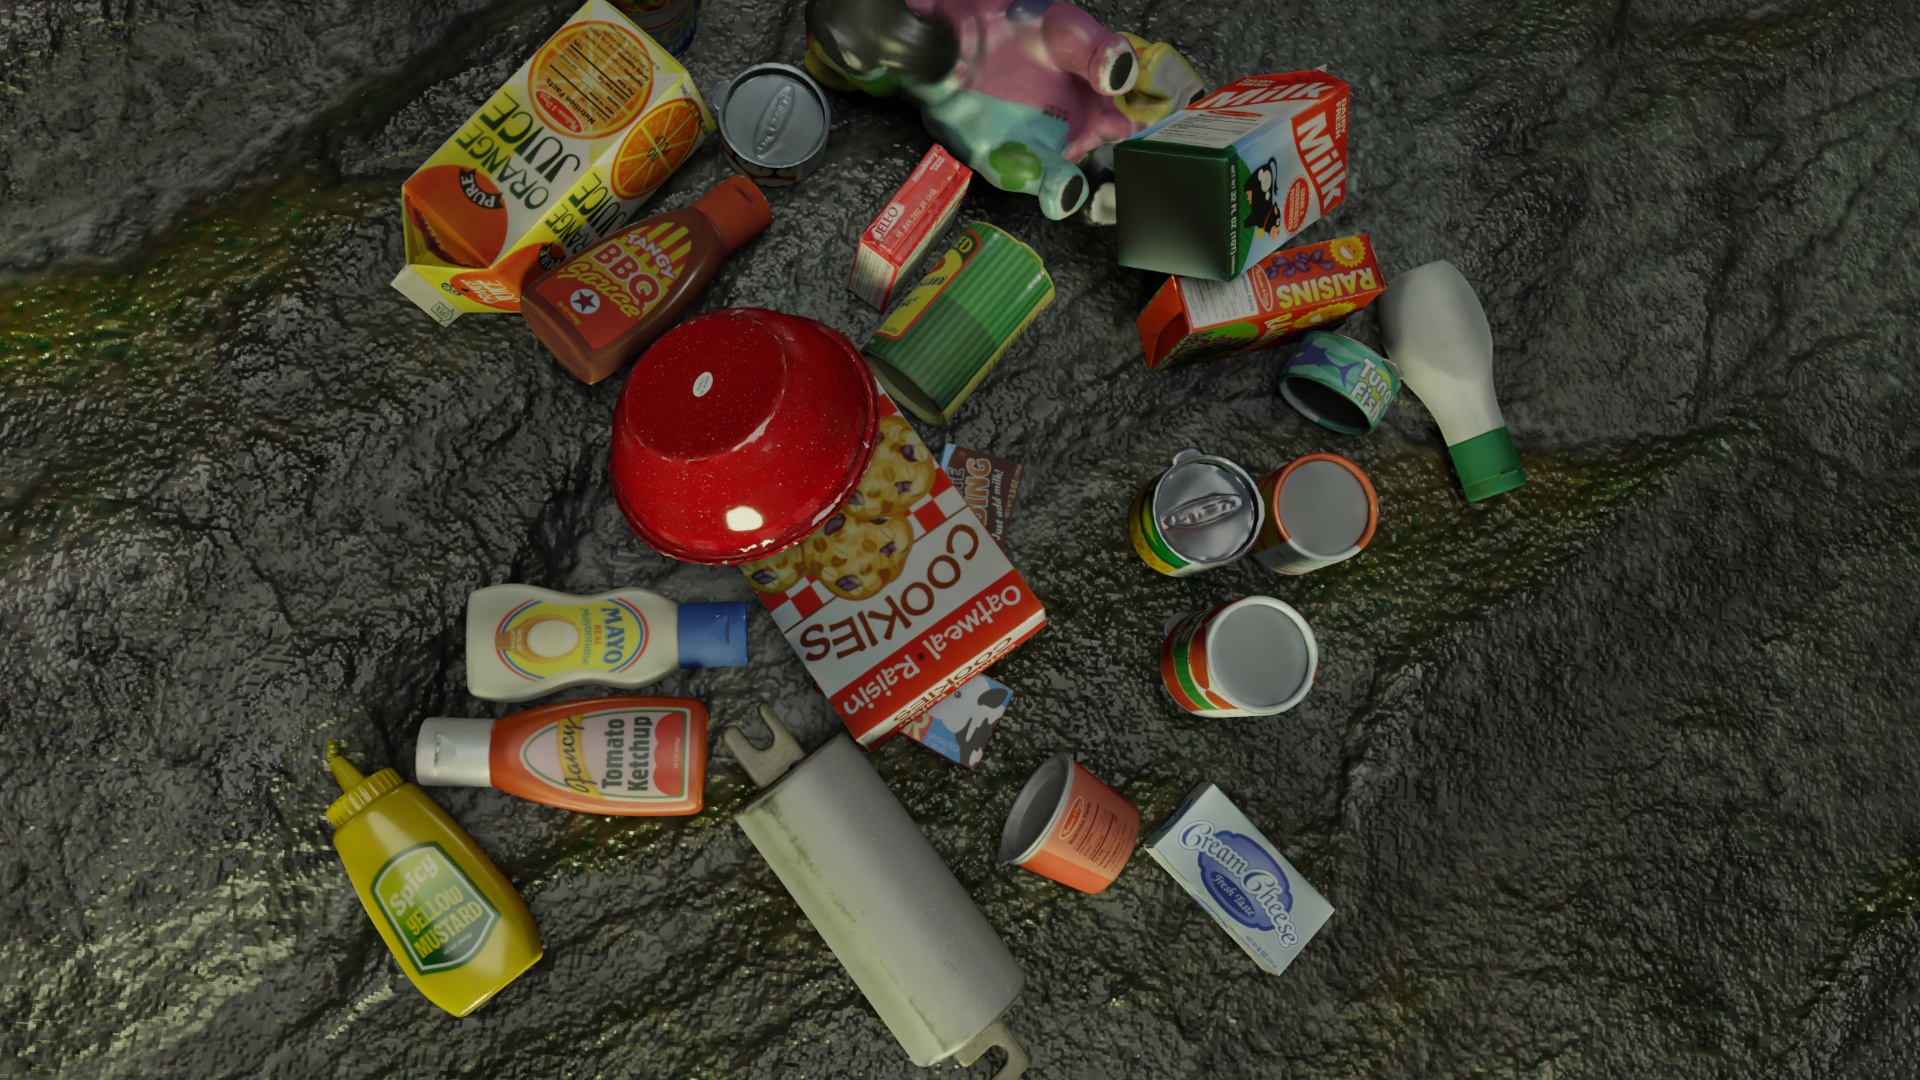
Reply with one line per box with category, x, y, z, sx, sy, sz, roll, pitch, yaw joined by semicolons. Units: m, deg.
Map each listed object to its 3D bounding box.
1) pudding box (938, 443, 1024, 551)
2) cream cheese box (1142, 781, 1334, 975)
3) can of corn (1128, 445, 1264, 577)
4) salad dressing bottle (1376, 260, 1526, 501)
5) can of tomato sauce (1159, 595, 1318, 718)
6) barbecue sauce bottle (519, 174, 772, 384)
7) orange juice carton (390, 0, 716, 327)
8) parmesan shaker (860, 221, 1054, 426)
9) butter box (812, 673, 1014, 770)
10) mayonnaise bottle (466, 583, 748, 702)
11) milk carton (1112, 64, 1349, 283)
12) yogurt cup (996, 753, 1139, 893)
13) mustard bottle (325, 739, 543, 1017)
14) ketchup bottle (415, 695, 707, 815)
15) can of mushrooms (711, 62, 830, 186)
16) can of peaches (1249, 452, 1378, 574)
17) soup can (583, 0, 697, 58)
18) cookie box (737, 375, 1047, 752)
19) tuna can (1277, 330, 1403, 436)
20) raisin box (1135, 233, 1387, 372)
pudding box;0.003;-0.010;0.810;0.050;0.030;0.084;16;79;-5
cream cheese box;0.161;0.194;0.804;0.104;0.024;0.053;46;76;0
can of corn;0.136;-0.016;0.817;0.071;0.058;0.071;1;81;-8
salad dressing bottle;0.308;-0.098;0.865;0.064;0.044;0.147;-18;85;-13
can of tomato sauce;0.157;0.066;0.794;0.071;0.083;0.071;1;81;-9
barbecue sauce bottle;-0.173;-0.155;0.791;0.065;0.043;0.149;45;66;5
orange juice carton;-0.234;-0.199;0.773;0.073;0.071;0.193;42;85;8
parmesan shaker;-0.002;-0.126;0.807;0.071;0.071;0.103;40;78;-1
butter box;-0.027;0.085;0.793;0.103;0.024;0.053;28;77;-4
mayonnaise bottle;-0.192;0.054;0.764;0.148;0.041;0.065;-2;80;-8
milk carton;0.172;-0.221;0.816;0.073;0.072;0.191;18;40;35
yogurt cup;0.063;0.160;0.775;0.054;0.072;0.072;31;78;-11
mustard bottle;-0.287;0.170;0.727;0.065;0.048;0.160;-38;88;-14
ketchup bottle;-0.213;0.115;0.750;0.149;0.043;0.065;2;78;-8
can of mushrooms;-0.114;-0.249;0.830;0.071;0.033;0.071;1;81;-8
can of peaches;0.207;-0.018;0.828;0.071;0.058;0.071;1;81;-8
soup can;-0.187;-0.322;0.806;0.071;0.083;0.071;1;81;-9
cookie box;-0.049;0.012;0.769;0.123;0.040;0.168;-35;74;-3
tuna can;0.230;-0.094;0.838;0.071;0.071;0.033;33;80;-2
raisin box;0.177;-0.140;0.830;0.123;0.086;0.040;-14;82;-10
